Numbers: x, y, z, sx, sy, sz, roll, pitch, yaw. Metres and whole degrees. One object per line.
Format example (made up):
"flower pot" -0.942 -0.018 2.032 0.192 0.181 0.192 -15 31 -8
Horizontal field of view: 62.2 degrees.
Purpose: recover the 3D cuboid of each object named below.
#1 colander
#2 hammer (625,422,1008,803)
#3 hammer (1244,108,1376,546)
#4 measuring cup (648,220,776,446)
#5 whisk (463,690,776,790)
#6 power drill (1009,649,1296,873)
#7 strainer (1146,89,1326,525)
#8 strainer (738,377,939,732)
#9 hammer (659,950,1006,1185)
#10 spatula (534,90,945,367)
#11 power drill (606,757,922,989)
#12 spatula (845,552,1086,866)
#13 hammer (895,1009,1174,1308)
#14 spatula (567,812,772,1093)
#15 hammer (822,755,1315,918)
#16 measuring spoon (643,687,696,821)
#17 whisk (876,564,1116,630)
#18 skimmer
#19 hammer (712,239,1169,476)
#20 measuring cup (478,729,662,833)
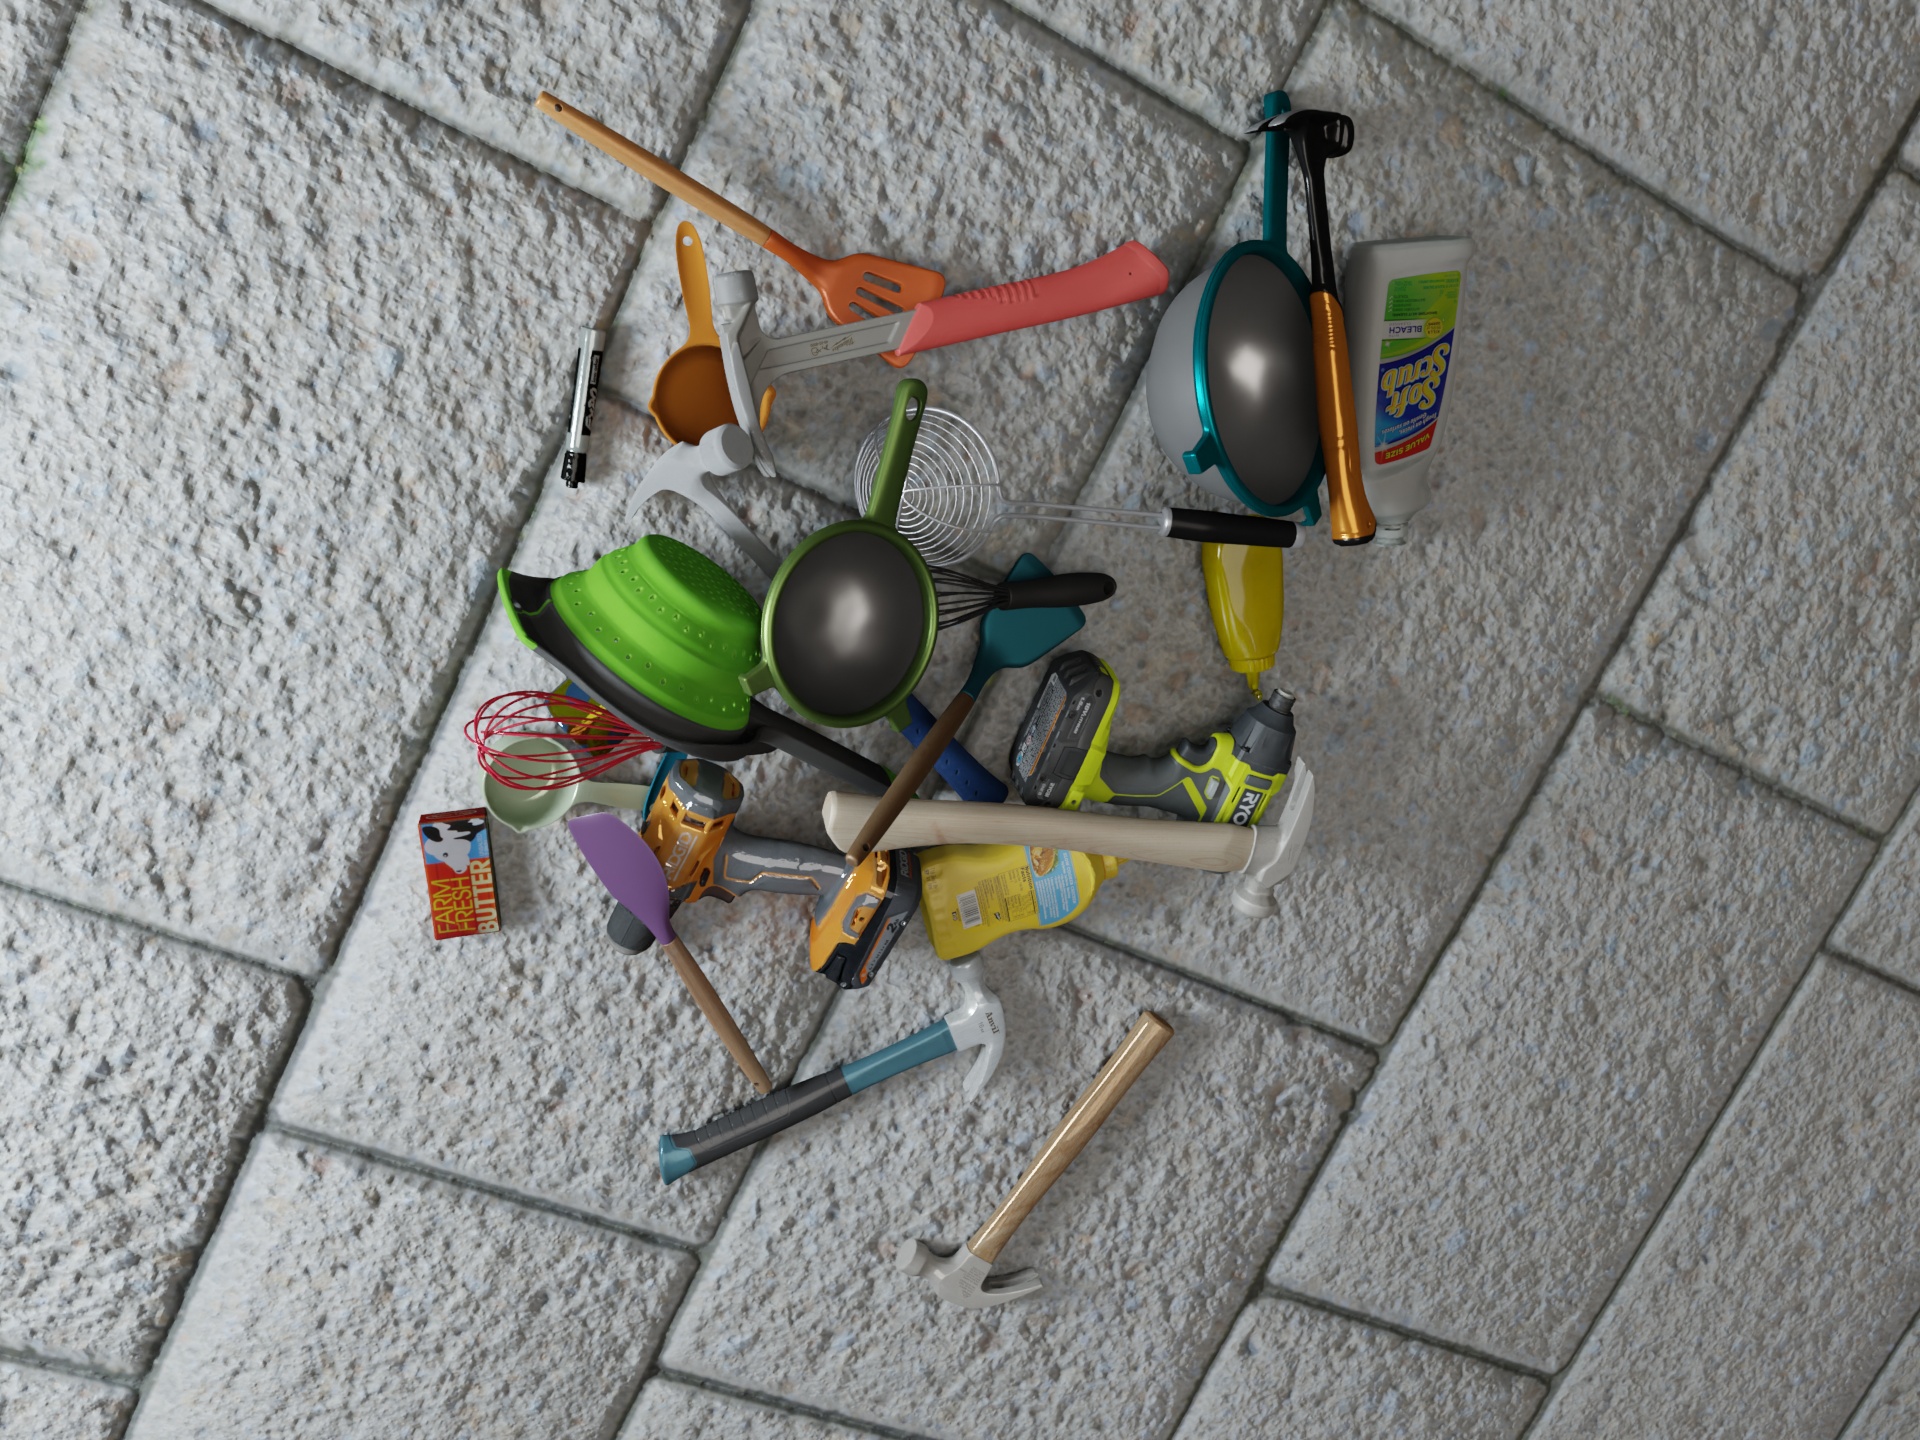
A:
"colander" -0.155 -0.038 1.216 0.396 0.205 0.094 29 107 -38
"hammer" -0.099 -0.063 1.264 0.405 0.144 0.035 48 51 -28
"hammer" 0.286 -0.303 1.247 0.127 0.034 0.337 -22 106 -48
"measuring cup" -0.195 -0.284 1.198 0.095 0.052 0.173 -10 100 -12
"whisk" -0.243 0.014 1.199 0.295 0.073 0.073 0 110 -51
"power drill" 0.170 0.027 1.353 0.223 0.080 0.171 16 111 -20
"strainer" 0.213 -0.326 1.260 0.210 0.095 0.340 11 80 -49
"strainer" -0.080 -0.124 1.157 0.151 0.069 0.256 14 91 -40
"hammer" -0.114 0.322 1.402 0.331 0.033 0.128 -23 109 -6
"spatula" -0.161 -0.370 1.171 0.322 0.041 0.081 25 90 -27
"power drill" -0.168 0.145 1.307 0.226 0.084 0.185 23 116 -17
"spatula" -0.002 -0.004 1.260 0.082 0.044 0.318 48 52 -18
"hammer" 0.088 0.408 1.475 0.130 0.031 0.331 35 95 -20
"spatula" -0.223 0.194 1.287 0.060 0.018 0.315 -11 124 21
"hammer" 0.093 0.082 1.298 0.410 0.038 0.146 6 117 -17
"measuring spoon" -0.233 0.024 1.291 0.042 0.021 0.128 18 102 -30
"whisk" 0.034 -0.103 1.272 0.239 0.055 0.055 -8 109 -37
"skimmer" 0.098 -0.174 1.280 0.363 0.090 0.127 3 111 -16
"hammer" -0.004 -0.297 1.214 0.359 0.037 0.149 -16 105 -18
"measuring cup" -0.306 0.051 1.281 0.167 0.038 0.083 10 100 -33
